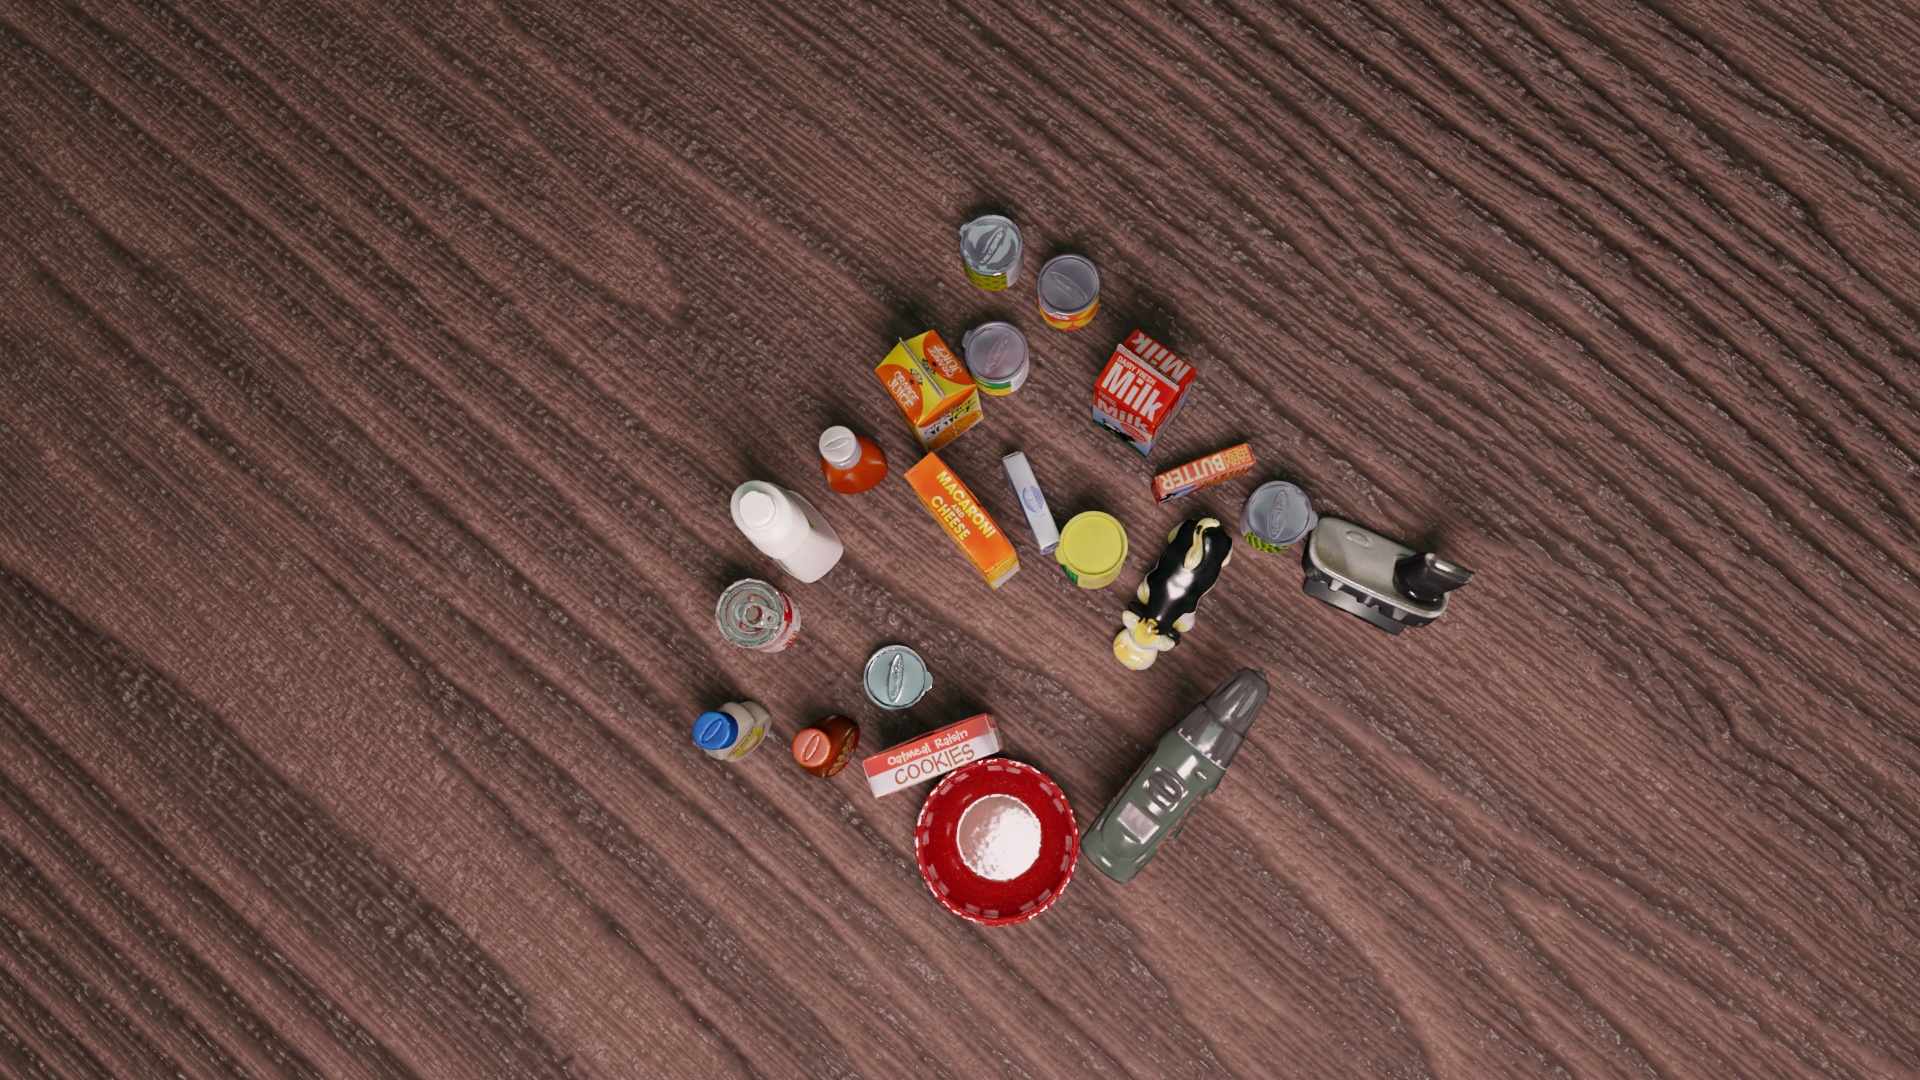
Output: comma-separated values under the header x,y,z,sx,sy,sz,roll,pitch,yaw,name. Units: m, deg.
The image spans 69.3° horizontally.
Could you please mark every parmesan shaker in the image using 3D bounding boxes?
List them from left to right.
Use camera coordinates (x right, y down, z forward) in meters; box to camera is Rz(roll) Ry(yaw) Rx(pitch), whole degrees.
x,y,z,sx,sy,sz,roll,pitch,yaw,name
0.130,0.012,1.395,0.071,0.103,0.071,-1,82,4,parmesan shaker

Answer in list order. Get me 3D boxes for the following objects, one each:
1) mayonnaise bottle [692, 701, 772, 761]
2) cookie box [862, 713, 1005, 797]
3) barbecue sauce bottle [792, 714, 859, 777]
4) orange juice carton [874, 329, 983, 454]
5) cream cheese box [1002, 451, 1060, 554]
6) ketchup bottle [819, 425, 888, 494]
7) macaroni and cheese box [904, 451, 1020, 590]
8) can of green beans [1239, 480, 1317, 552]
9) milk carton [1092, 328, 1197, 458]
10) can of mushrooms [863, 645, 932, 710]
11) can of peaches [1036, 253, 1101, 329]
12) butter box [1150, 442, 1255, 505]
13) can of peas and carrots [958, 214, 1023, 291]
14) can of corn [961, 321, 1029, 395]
x,y,z,sx,sy,sz,roll,pitch,yaw,name
-0.228,0.188,1.369,0.041,0.148,0.065,39,86,8,mayonnaise bottle
-0.022,0.206,1.343,0.123,0.167,0.040,-22,81,1,cookie box
-0.134,0.202,1.361,0.044,0.148,0.065,28,85,7,barbecue sauce bottle
-0.030,-0.149,1.384,0.073,0.192,0.072,-35,81,-1,orange juice carton
0.074,-0.038,1.431,0.024,0.053,0.104,-23,81,1,cream cheese box
-0.112,-0.082,1.402,0.065,0.148,0.043,-22,81,1,ketchup bottle
0.005,-0.017,1.375,0.040,0.166,0.124,-39,81,-2,macaroni and cheese box
0.319,-0.023,1.411,0.071,0.057,0.071,-1,82,4,can of green beans
0.180,-0.148,1.371,0.072,0.190,0.073,37,86,8,milk carton
-0.062,0.142,1.423,0.071,0.033,0.071,-1,82,4,can of mushrooms
0.112,-0.259,1.459,0.071,0.058,0.071,-1,82,4,can of peaches
0.248,-0.068,1.425,0.103,0.053,0.024,-20,81,1,butter box
0.032,-0.305,1.471,0.071,0.058,0.071,-1,82,4,can of peas and carrots
0.037,-0.191,1.454,0.071,0.058,0.071,-1,82,4,can of corn
